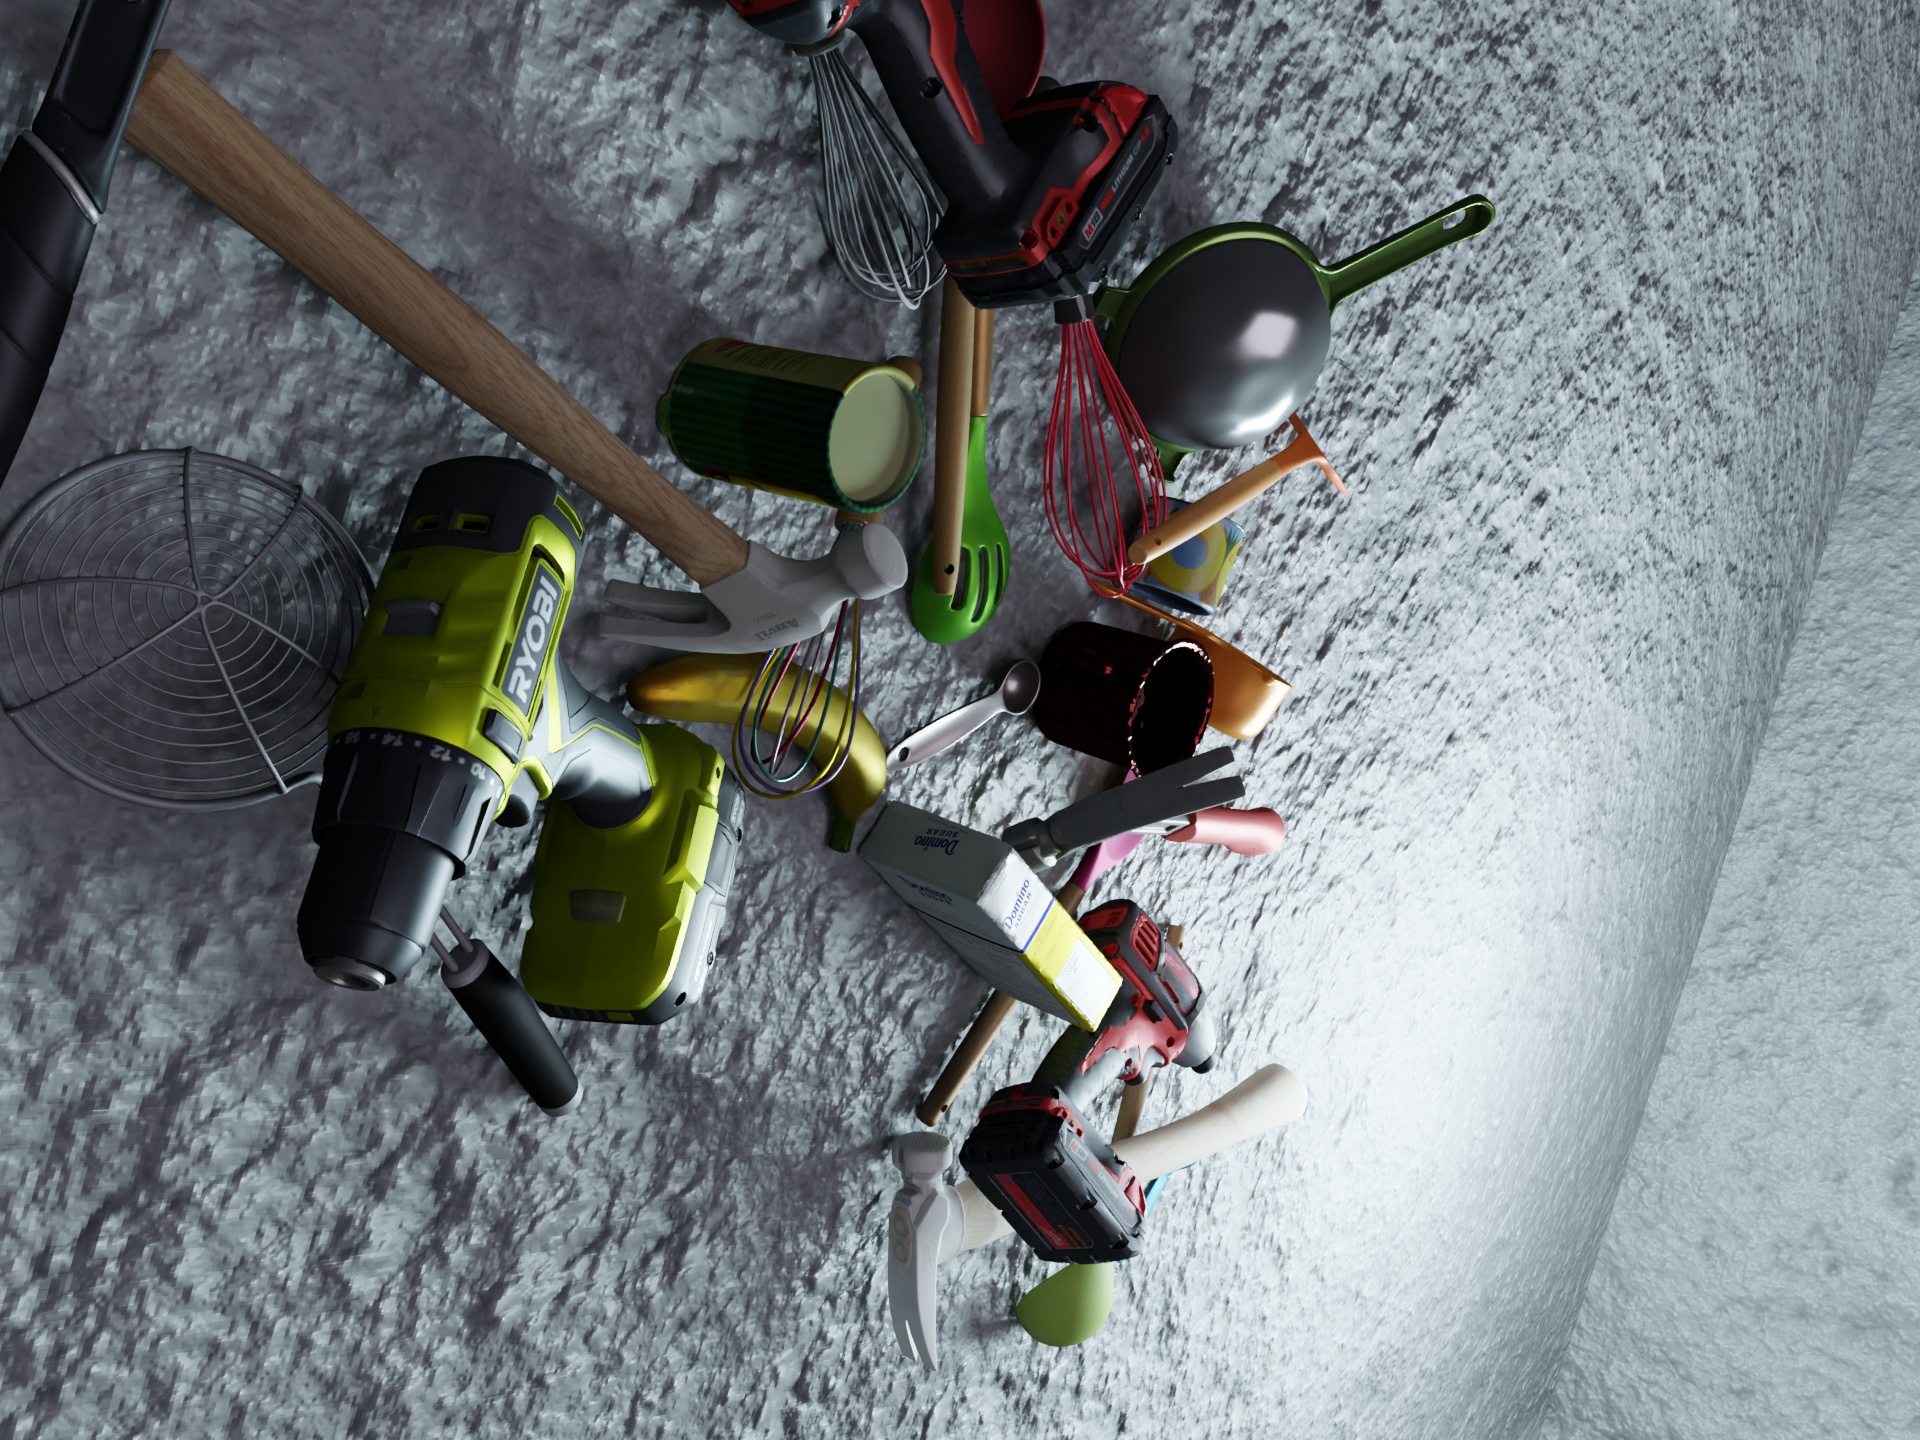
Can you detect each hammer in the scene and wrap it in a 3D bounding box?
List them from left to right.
[{"bbox_3d":[-0.270,-0.186,0.480,0.149,0.036,0.409,23,94,-14],"label":"hammer"},{"bbox_3d":[-0.172,-0.123,0.617,0.331,0.130,0.031,40,40,-39],"label":"hammer"},{"bbox_3d":[0.113,0.323,1.124,0.410,0.038,0.146,-4,97,-42],"label":"hammer"},{"bbox_3d":[0.165,0.066,1.062,0.359,0.149,0.037,10,61,-63],"label":"hammer"}]

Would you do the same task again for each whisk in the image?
[{"bbox_3d":[-0.060,-0.299,0.721,0.059,0.058,0.246,-82,156,-50],"label":"whisk"},{"bbox_3d":[-0.061,-0.076,0.775,0.051,0.047,0.245,35,61,-41],"label":"whisk"},{"bbox_3d":[0.068,-0.209,0.902,0.073,0.073,0.295,-32,121,-39],"label":"whisk"}]

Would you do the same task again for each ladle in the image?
[{"bbox_3d":[0.001,-0.219,0.817,0.069,0.031,0.315,-1,107,-14],"label":"ladle"},{"bbox_3d":[0.112,0.306,1.182,0.078,0.062,0.320,24,79,-48],"label":"ladle"}]

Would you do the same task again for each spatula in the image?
[{"bbox_3d":[0.180,-0.146,1.003,0.081,0.041,0.322,56,41,1],"label":"spatula"}]

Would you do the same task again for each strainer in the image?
[{"bbox_3d":[0.212,-0.237,0.946,0.256,0.069,0.151,-27,134,2],"label":"strainer"}]

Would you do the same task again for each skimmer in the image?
[{"bbox_3d":[-0.244,0.053,0.648,0.127,0.090,0.362,-50,147,-28],"label":"skimmer"}]

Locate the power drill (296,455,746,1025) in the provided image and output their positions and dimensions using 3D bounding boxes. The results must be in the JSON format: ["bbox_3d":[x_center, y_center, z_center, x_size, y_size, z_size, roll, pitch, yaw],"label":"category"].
[{"bbox_3d":[-0.166,0.037,0.619,0.228,0.080,0.191,66,29,-59],"label":"power drill"}]

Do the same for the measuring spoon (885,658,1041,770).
[{"bbox_3d":[-0.001,-0.003,0.935,0.124,0.018,0.034,-30,126,-32],"label":"measuring spoon"}]

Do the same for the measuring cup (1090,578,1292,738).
[{"bbox_3d":[0.140,-0.040,1.051,0.173,0.095,0.052,23,103,-31],"label":"measuring cup"}]

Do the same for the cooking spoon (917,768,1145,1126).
[{"bbox_3d":[0.063,0.132,1.061,0.319,0.017,0.068,-55,144,-21],"label":"cooking spoon"}]

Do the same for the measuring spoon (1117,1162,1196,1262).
[{"bbox_3d":[0.164,0.382,1.281,0.129,0.021,0.042,-57,140,-20],"label":"measuring spoon"}]

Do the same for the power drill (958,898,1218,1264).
[{"bbox_3d":[0.099,0.237,1.043,0.143,0.078,0.220,53,44,-19],"label":"power drill"}]

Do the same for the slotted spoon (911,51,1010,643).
[{"bbox_3d":[0.007,-0.190,0.855,0.070,0.031,0.313,-14,113,-40],"label":"slotted spoon"}]

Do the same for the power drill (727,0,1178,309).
[{"bbox_3d":[0.006,-0.318,0.704,0.226,0.080,0.188,45,64,-39],"label":"power drill"}]
